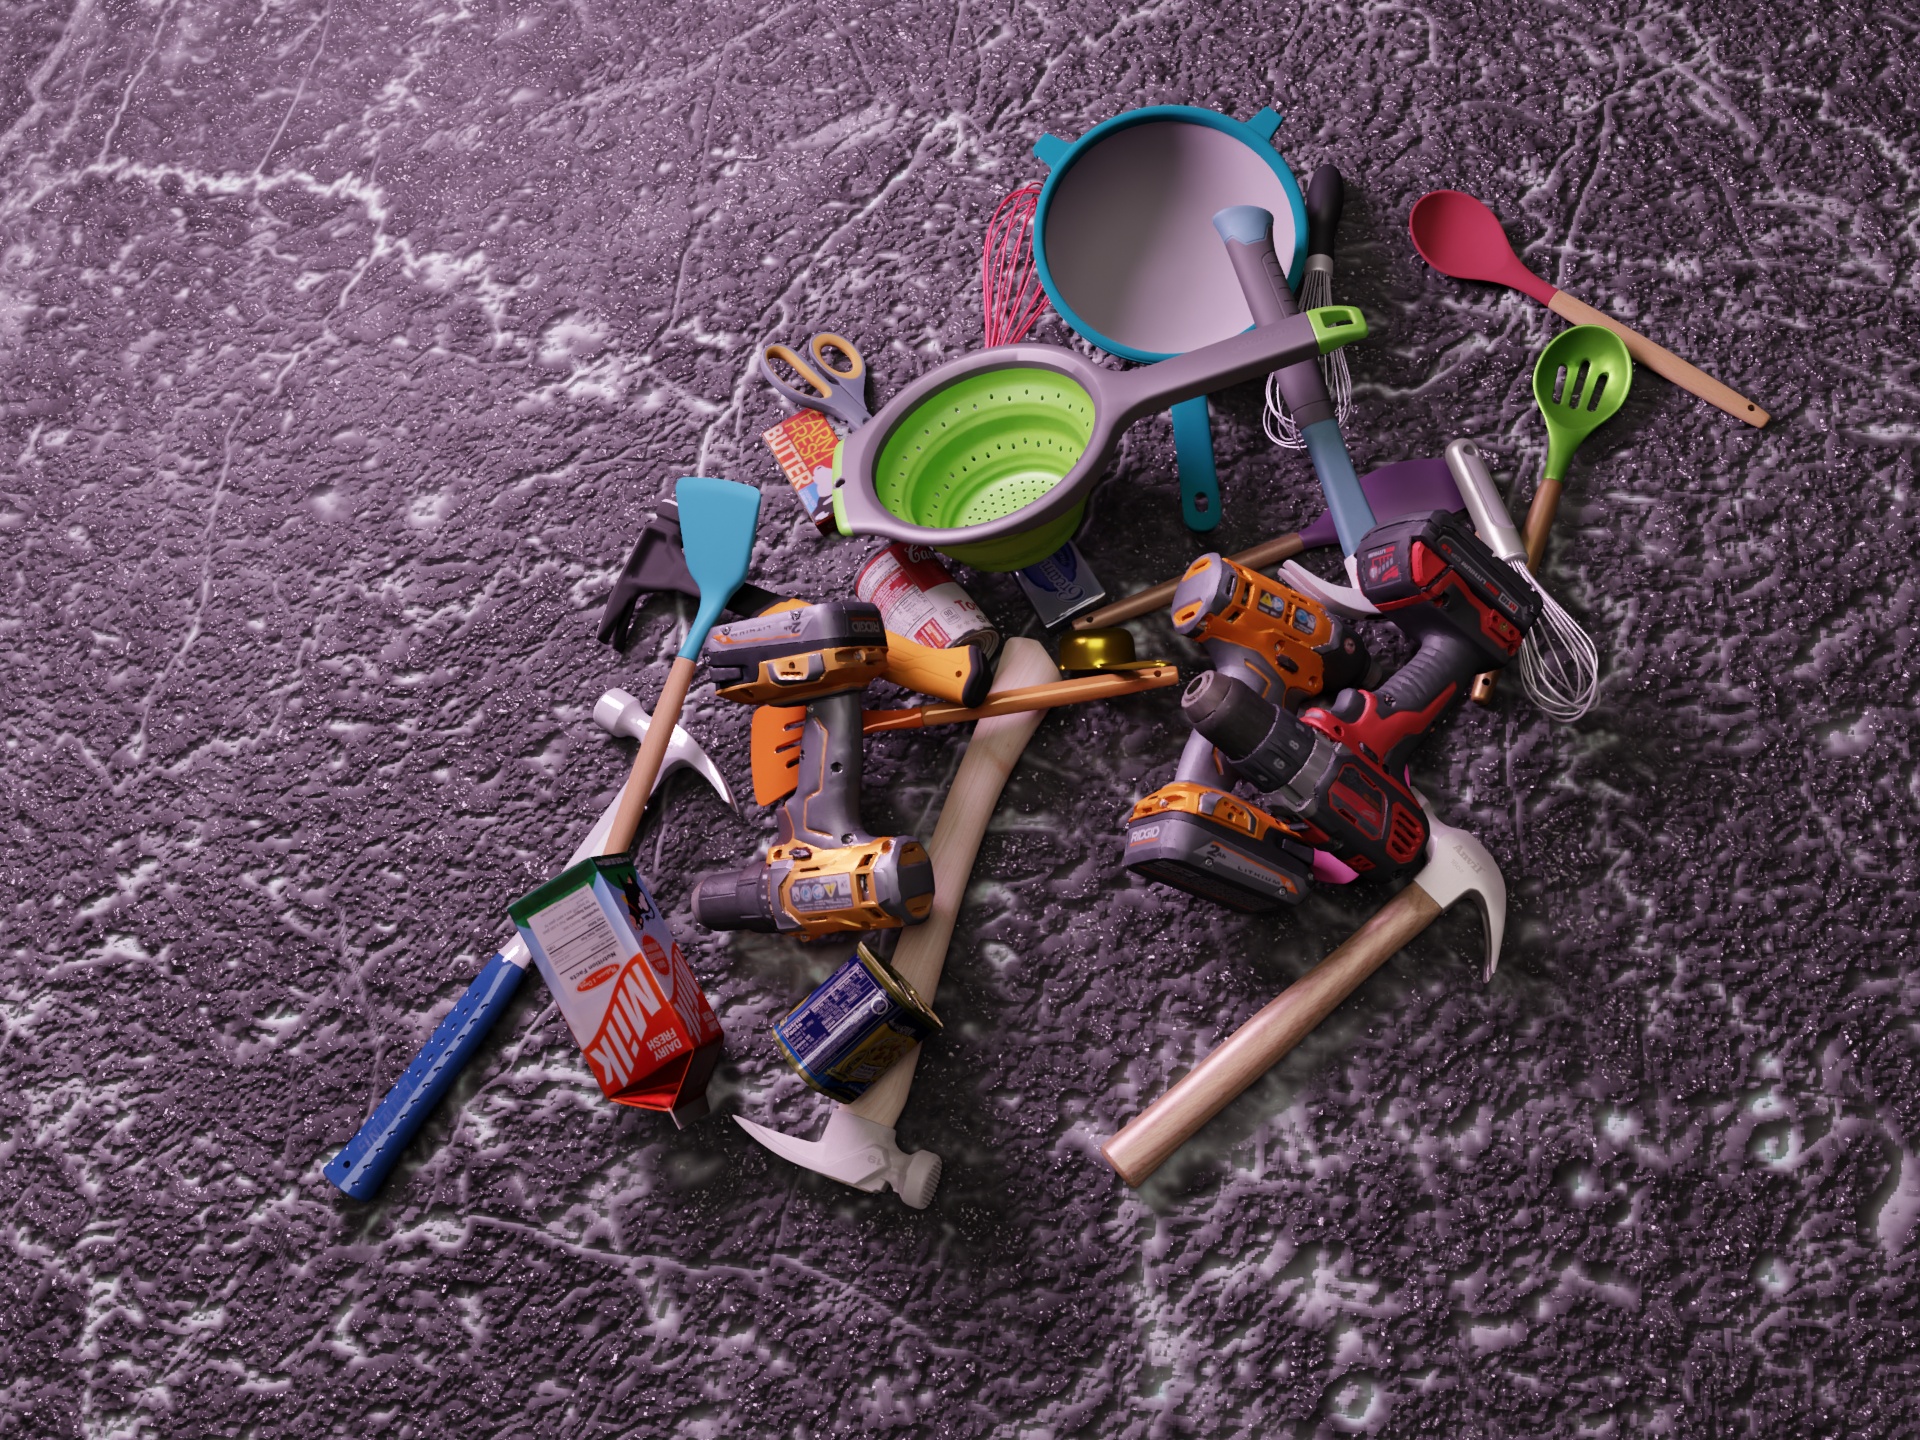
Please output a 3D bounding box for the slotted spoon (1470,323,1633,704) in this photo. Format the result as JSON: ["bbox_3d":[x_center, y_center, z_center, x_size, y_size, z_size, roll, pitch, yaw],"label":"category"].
[{"bbox_3d":[0.427,-0.153,1.174,0.070,0.031,0.314,18,75,16],"label":"slotted spoon"}]

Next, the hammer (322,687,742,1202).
[{"bbox_3d":[-0.320,0.171,1.172,0.144,0.035,0.405,30,76,19],"label":"hammer"}]

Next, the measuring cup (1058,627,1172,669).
[{"bbox_3d":[0.114,-0.051,1.124,0.062,0.156,0.029,-5,94,-16],"label":"measuring cup"}]

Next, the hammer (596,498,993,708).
[{"bbox_3d":[-0.125,-0.068,1.191,0.337,0.034,0.127,20,80,29],"label":"hammer"}]

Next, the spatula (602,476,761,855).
[{"bbox_3d":[-0.218,-0.024,1.172,0.082,0.044,0.317,12,78,30],"label":"spatula"}]

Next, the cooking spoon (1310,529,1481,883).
[{"bbox_3d":[0.323,-0.022,1.133,0.069,0.017,0.319,6,59,50],"label":"cooking spoon"}]

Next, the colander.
[{"bbox_3d":[0.105,-0.201,1.165,0.397,0.094,0.205,-17,48,12],"label":"colander"}]

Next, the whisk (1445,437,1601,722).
[{"bbox_3d":[0.394,-0.106,1.127,0.057,0.059,0.247,1,56,-21],"label":"whisk"}]

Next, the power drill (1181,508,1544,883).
[{"bbox_3d":[0.261,-0.031,1.043,0.187,0.080,0.227,37,74,-14],"label":"power drill"}]

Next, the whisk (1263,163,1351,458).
[{"bbox_3d":[0.281,-0.330,1.258,0.070,0.070,0.285,5,65,12],"label":"whisk"}]

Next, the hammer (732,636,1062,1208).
[{"bbox_3d":[-0.025,0.125,1.139,0.146,0.038,0.411,14,71,16],"label":"hammer"}]

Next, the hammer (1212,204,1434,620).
[{"bbox_3d":[0.258,-0.228,1.162,0.128,0.033,0.331,-17,79,-5],"label":"hammer"}]

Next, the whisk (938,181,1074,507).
[{"bbox_3d":[0.032,-0.303,1.287,0.073,0.073,0.296,13,77,15],"label":"whisk"}]

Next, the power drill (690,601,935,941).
[{"bbox_3d":[-0.121,0.042,1.116,0.185,0.084,0.226,-10,88,28],"label":"power drill"}]

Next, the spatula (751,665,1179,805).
[{"bbox_3d":[-0.002,-0.004,1.159,0.322,0.041,0.081,-9,65,6],"label":"spatula"}]

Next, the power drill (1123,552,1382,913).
[{"bbox_3d":[0.210,0.014,1.102,0.164,0.084,0.227,22,71,-18],"label":"power drill"}]

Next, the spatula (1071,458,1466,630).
[{"bbox_3d":[0.232,-0.128,1.202,0.316,0.018,0.060,-22,64,0],"label":"spatula"}]

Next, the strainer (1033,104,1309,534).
[{"bbox_3d":[0.170,-0.305,1.253,0.211,0.095,0.340,-6,83,3],"label":"strainer"}]

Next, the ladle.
[{"bbox_3d":[0.481,-0.314,1.228,0.316,0.031,0.069,39,82,19],"label":"ladle"}]

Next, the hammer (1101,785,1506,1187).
[{"bbox_3d":[0.231,0.195,1.068,0.331,0.031,0.130,-40,67,-6],"label":"hammer"}]
